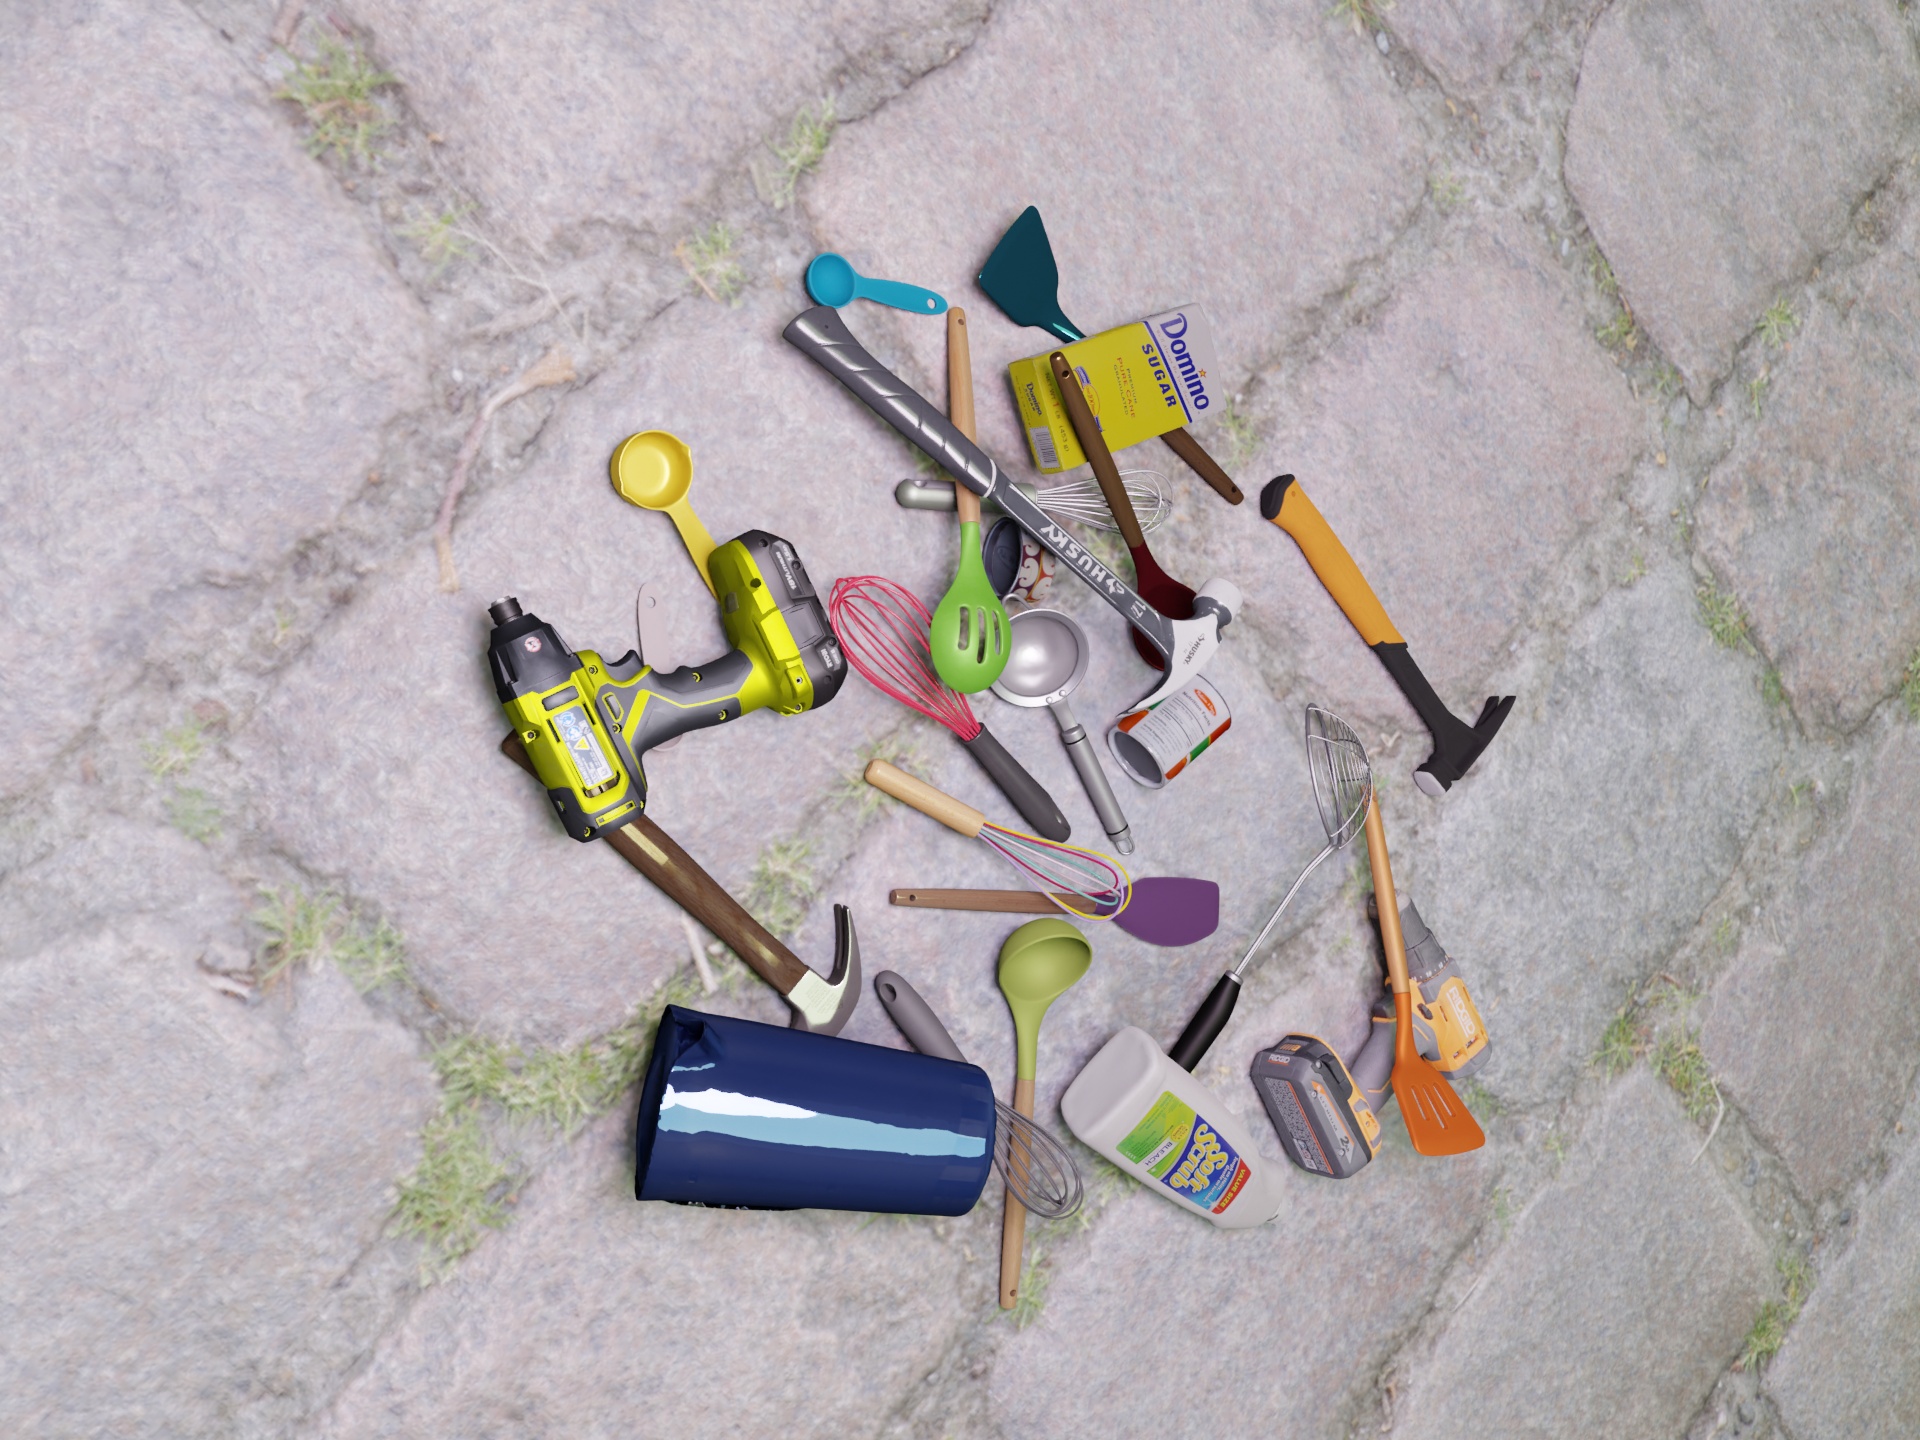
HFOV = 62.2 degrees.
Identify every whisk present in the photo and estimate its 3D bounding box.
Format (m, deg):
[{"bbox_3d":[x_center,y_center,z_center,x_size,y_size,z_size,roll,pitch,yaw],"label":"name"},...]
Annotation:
[{"bbox_3d":[0.034,0.090,1.264,0.244,0.047,0.051,29,33,-16],"label":"whisk"},{"bbox_3d":[0.064,-0.179,1.284,0.246,0.058,0.059,-1,120,-23],"label":"whisk"},{"bbox_3d":[0.013,0.288,1.235,0.055,0.055,0.239,-39,90,-21],"label":"whisk"},{"bbox_3d":[-0.002,-0.004,1.243,0.073,0.073,0.295,-50,116,-18],"label":"whisk"}]

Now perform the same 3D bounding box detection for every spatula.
[{"bbox_3d":[0.387,0.212,1.382,0.081,0.041,0.323,1,74,-29],"label":"spatula"},{"bbox_3d":[0.136,-0.284,1.320,0.317,0.044,0.082,40,74,-23],"label":"spatula"},{"bbox_3d":[0.087,0.153,1.310,0.315,0.018,0.060,6,84,-28],"label":"spatula"}]

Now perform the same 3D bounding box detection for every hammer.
[{"bbox_3d":[0.383,-0.092,1.451,0.127,0.034,0.336,-46,109,-18],"label":"hammer"},{"bbox_3d":[0.032,-0.166,1.203,0.408,0.036,0.149,39,62,-9],"label":"hammer"},{"bbox_3d":[-0.198,0.116,1.158,0.331,0.031,0.130,46,71,-19],"label":"hammer"}]

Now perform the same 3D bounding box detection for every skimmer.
[{"bbox_3d":[0.247,0.156,1.377,0.363,0.090,0.127,-56,150,-4],"label":"skimmer"}]

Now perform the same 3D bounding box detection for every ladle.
[{"bbox_3d":[0.056,0.317,1.276,0.078,0.062,0.320,4,91,-24],"label":"ladle"},{"bbox_3d":[0.131,-0.161,1.272,0.069,0.031,0.315,-32,127,-4],"label":"ladle"}]

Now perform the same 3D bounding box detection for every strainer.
[{"bbox_3d":[0.087,0.004,1.299,0.087,0.050,0.258,-25,109,3],"label":"strainer"}]

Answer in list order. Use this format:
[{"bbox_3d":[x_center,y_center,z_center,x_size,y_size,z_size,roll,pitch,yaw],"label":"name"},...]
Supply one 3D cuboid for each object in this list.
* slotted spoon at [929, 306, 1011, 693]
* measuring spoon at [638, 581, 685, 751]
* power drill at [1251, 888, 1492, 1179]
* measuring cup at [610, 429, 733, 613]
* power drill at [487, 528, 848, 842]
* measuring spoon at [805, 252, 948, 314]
[{"bbox_3d":[0.004,-0.175,1.227,0.070,0.031,0.314,5,74,-28],"label":"slotted spoon"},{"bbox_3d":[-0.223,-0.038,1.158,0.034,0.018,0.124,-4,85,-27],"label":"measuring spoon"},{"bbox_3d":[0.365,0.275,1.421,0.226,0.084,0.185,-31,100,-27],"label":"power drill"},{"bbox_3d":[-0.203,-0.141,1.164,0.062,0.029,0.156,-40,119,-23],"label":"measuring cup"},{"bbox_3d":[-0.206,-0.040,1.108,0.223,0.080,0.171,-29,99,-26],"label":"power drill"},{"bbox_3d":[-0.067,-0.331,1.236,0.128,0.021,0.042,2,88,-36],"label":"measuring spoon"}]
